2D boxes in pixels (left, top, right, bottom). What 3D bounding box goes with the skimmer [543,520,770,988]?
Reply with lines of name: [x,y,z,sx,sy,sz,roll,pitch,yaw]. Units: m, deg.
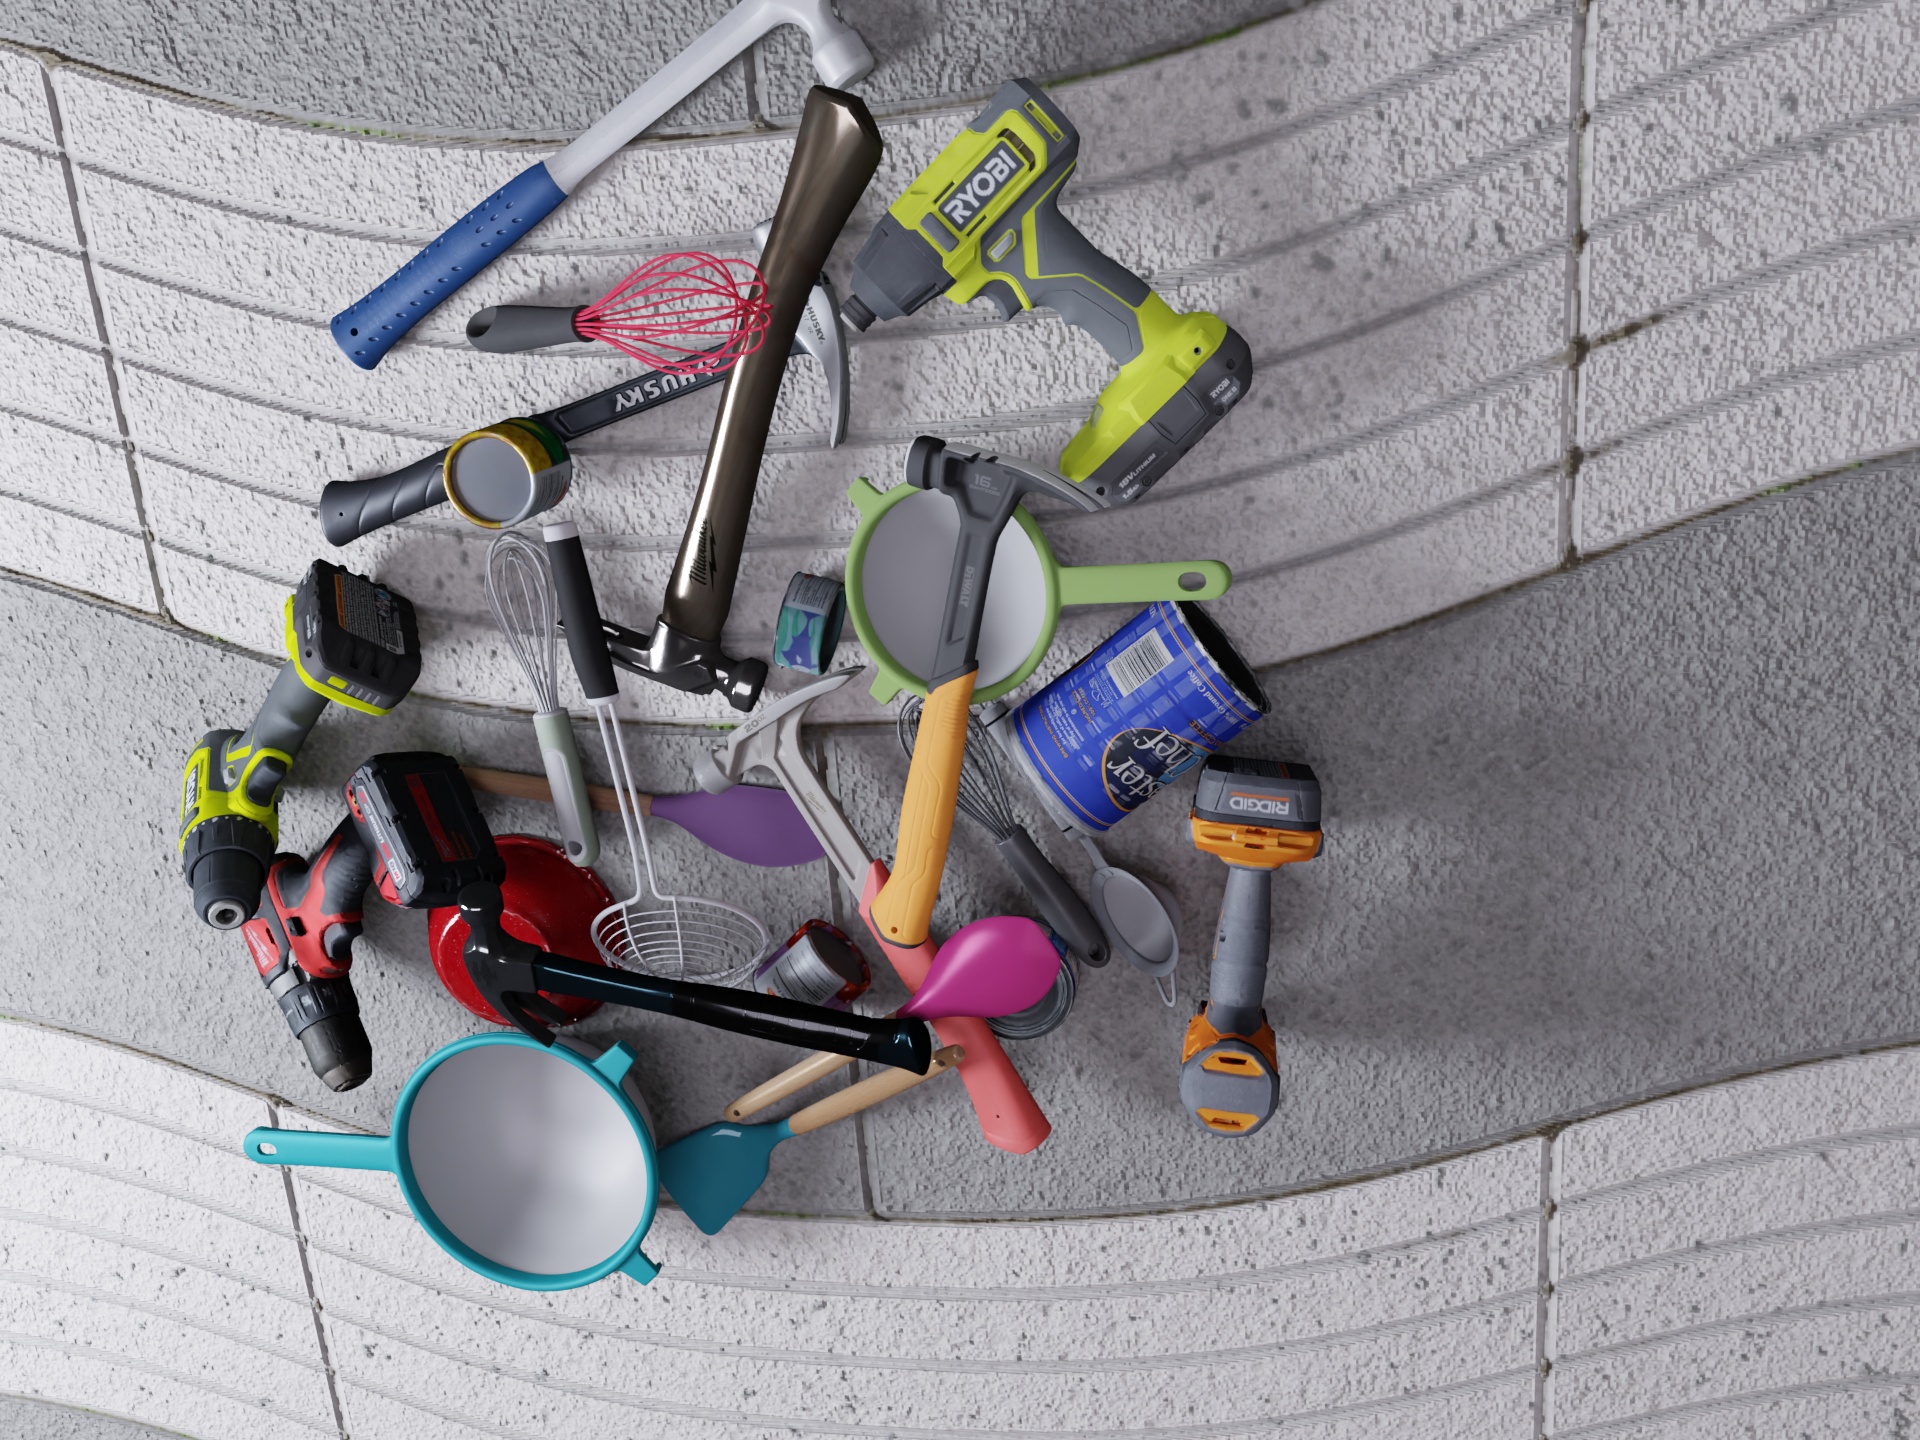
skimmer: [-0.227,0.035,1.115,0.127,0.090,0.363,-9,104,10]

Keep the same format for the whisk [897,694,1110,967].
whisk: [0.036,0.078,1.105,0.055,0.055,0.239,-31,104,17]

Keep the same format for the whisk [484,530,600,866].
whisk: [-0.292,-0.013,1.125,0.058,0.059,0.246,-5,104,24]

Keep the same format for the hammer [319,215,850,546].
hammer: [-0.263,-0.198,1.082,0.409,0.036,0.149,-18,103,16]

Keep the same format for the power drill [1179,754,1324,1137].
power drill: [0.185,0.140,1.049,0.084,0.164,0.226,6,95,9]

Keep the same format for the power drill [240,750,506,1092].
power drill: [-0.433,0.146,1.157,0.226,0.080,0.188,-37,73,27]

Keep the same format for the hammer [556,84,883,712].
hammer: [-0.146,-0.199,1.016,0.146,0.038,0.410,21,119,-1]

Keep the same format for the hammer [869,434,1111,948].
hammer: [-0.002,-0.003,1.011,0.127,0.034,0.336,20,112,20]

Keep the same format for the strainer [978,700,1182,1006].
strainer: [0.087,0.079,1.097,0.258,0.050,0.087,54,152,-2]

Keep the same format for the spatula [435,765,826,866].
spatula: [-0.249,0.061,1.164,0.316,0.018,0.059,9,103,7]

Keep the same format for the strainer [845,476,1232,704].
strainer: [0.053,-0.090,1.021,0.256,0.069,0.151,0,104,24]

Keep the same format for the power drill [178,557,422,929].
power drill: [-0.471,0.019,1.111,0.080,0.191,0.228,28,108,-35]

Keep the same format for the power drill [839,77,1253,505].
power drill: [0.052,-0.242,0.959,0.223,0.080,0.171,43,102,-16]

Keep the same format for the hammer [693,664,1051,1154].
hammer: [-0.036,0.141,1.108,0.149,0.037,0.359,-31,94,25]

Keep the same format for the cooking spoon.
cooking spoon: [-0.058,0.219,1.110,0.319,0.017,0.069,-34,93,30]

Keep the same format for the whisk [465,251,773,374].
whisk: [-0.221,-0.248,0.989,0.296,0.073,0.073,9,111,41]

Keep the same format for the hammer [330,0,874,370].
hammer: [-0.257,-0.363,1.029,0.405,0.035,0.144,-31,99,17]

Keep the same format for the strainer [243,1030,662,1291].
strainer: [-0.378,0.318,1.227,0.340,0.095,0.211,0,104,12]

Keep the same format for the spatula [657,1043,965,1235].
spatula: [-0.110,0.299,1.170,0.317,0.044,0.082,-33,95,37]

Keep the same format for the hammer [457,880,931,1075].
hammer: [-0.182,0.193,1.092,0.331,0.033,0.128,10,128,8]
